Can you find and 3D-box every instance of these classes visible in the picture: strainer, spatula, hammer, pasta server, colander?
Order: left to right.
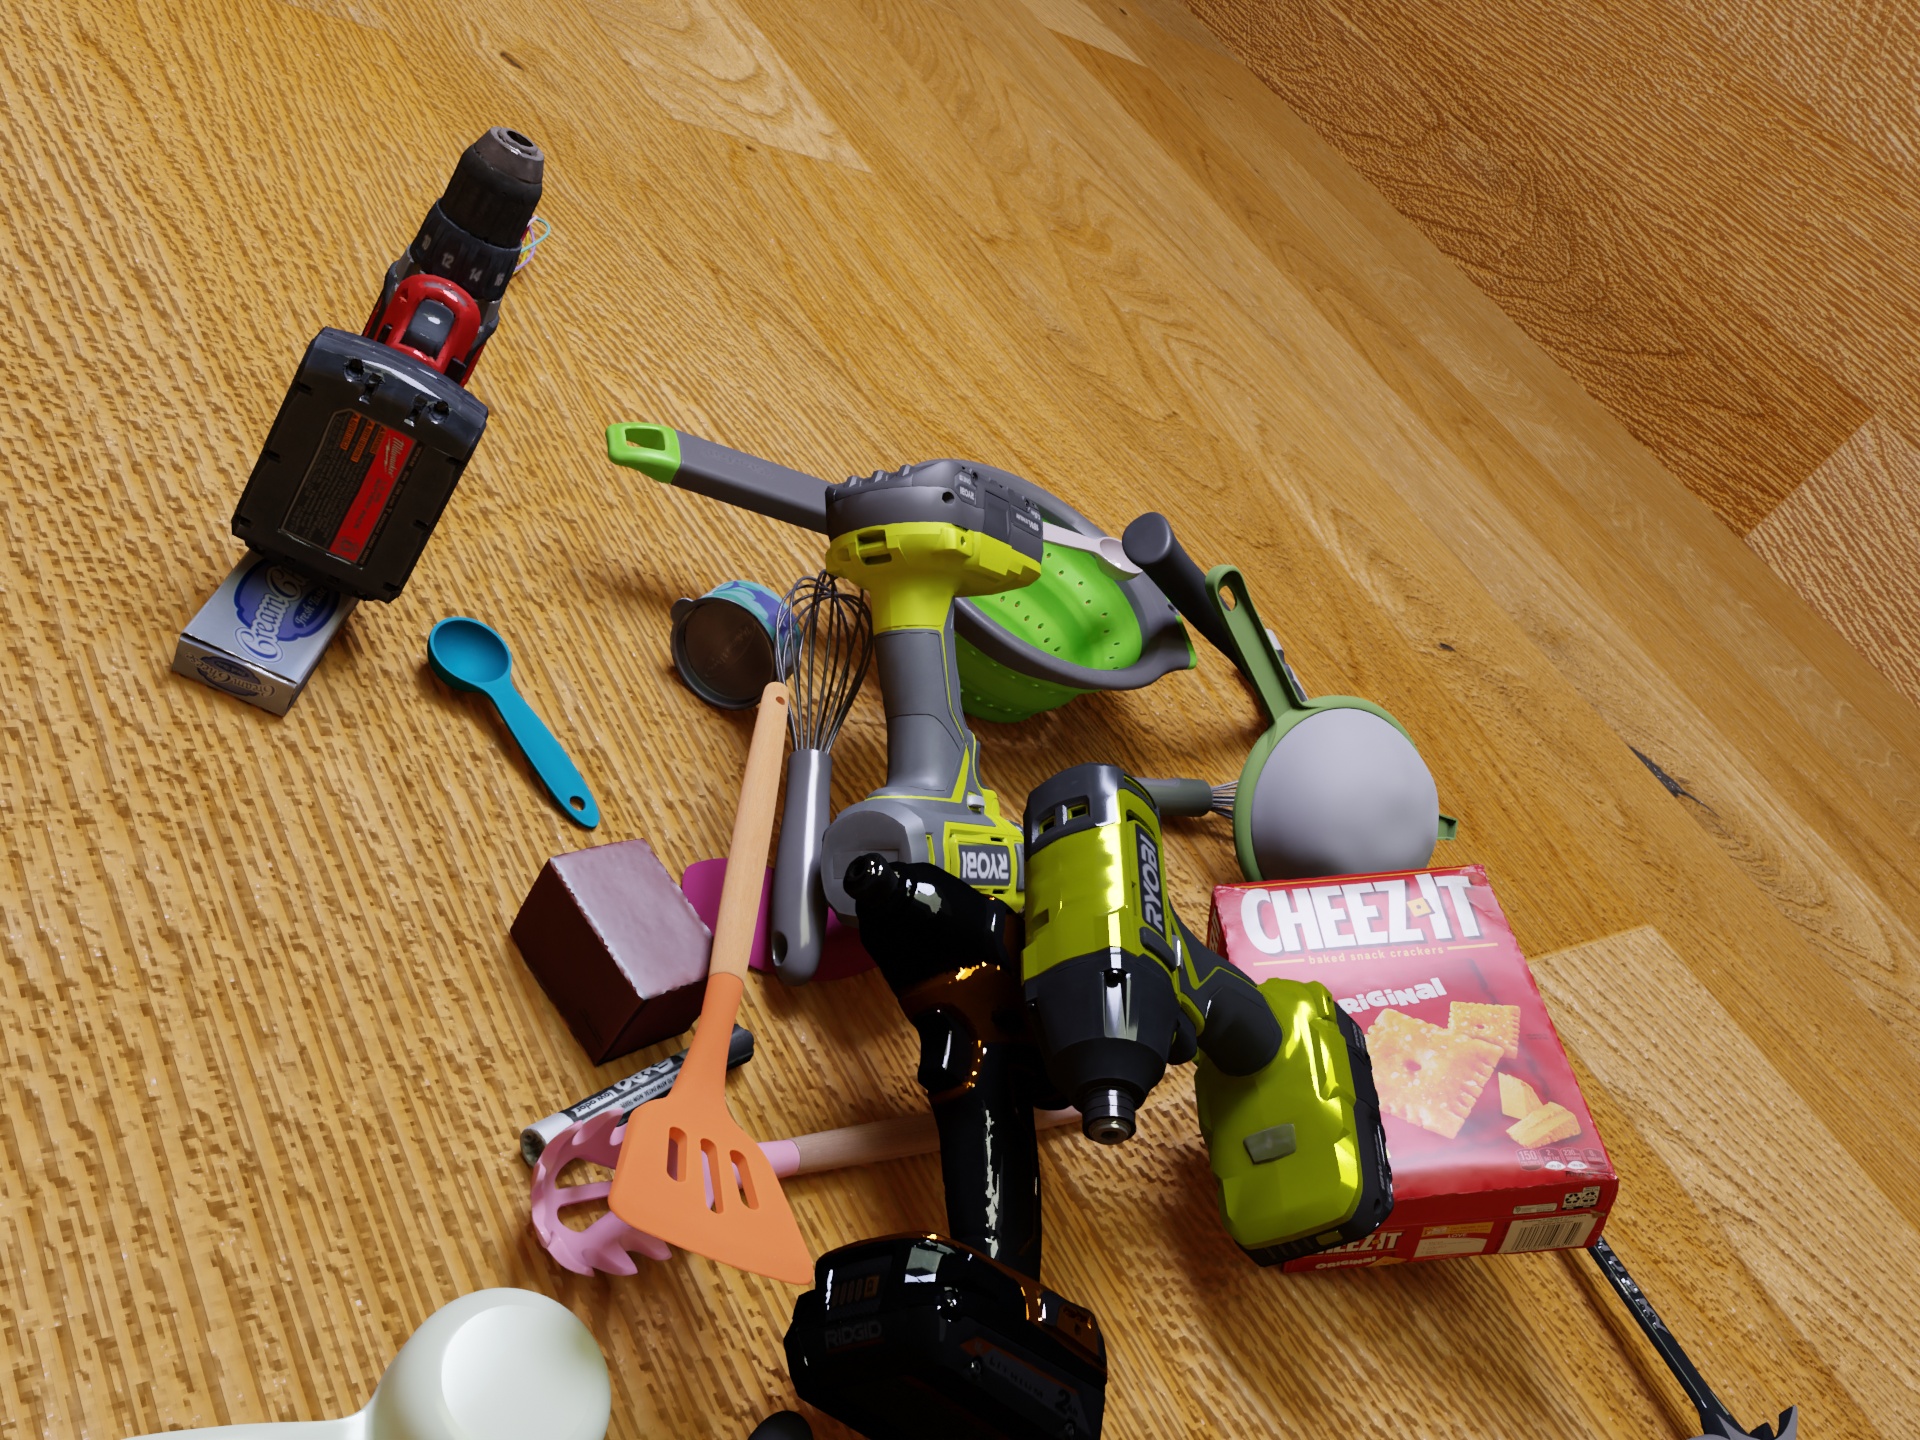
[{"bbox_3d":[-0.090,0.087,0.669,0.081,0.041,0.323,28,37,-22],"label":"spatula"},{"bbox_3d":[-0.047,0.185,0.688,0.316,0.040,0.060,3,74,-43],"label":"pasta server"},{"bbox_3d":[-0.041,-0.084,0.971,0.396,0.094,0.205,15,39,-31],"label":"colander"},{"bbox_3d":[0.183,-0.050,1.065,0.334,0.035,0.146,35,28,-57],"label":"hammer"},{"bbox_3d":[0.223,0.017,0.965,0.151,0.069,0.256,-36,109,-18],"label":"strainer"},{"bbox_3d":[0.345,0.259,0.950,0.149,0.036,0.409,18,34,-44],"label":"hammer"}]

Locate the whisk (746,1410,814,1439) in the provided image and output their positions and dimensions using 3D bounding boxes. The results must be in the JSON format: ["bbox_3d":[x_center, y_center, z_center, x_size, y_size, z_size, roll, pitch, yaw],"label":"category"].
[{"bbox_3d":[-0.093,0.321,0.468,0.070,0.070,0.285,34,28,-4],"label":"whisk"}]

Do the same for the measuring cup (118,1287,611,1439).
[{"bbox_3d":[-0.190,0.223,0.507,0.167,0.038,0.083,10,41,-38],"label":"measuring cup"}]

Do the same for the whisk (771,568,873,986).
[{"bbox_3d":[-0.073,0.021,0.800,0.055,0.055,0.239,19,55,-26],"label":"whisk"}]

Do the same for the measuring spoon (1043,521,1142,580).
[{"bbox_3d":[0.059,-0.111,1.003,0.124,0.018,0.034,14,39,-21],"label":"measuring spoon"}]

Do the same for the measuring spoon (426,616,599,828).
[{"bbox_3d":[-0.219,0.005,0.778,0.129,0.021,0.042,53,36,8],"label":"measuring spoon"}]

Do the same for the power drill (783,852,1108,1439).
[{"bbox_3d":[-0.003,0.168,0.648,0.164,0.084,0.227,46,34,-33],"label":"power drill"}]

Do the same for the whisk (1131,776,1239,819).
[{"bbox_3d":[0.164,0.051,1.043,0.246,0.059,0.058,5,6,-33],"label":"whisk"}]

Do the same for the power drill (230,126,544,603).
[{"bbox_3d":[-0.267,-0.183,0.785,0.080,0.188,0.227,26,28,-22],"label":"power drill"}]

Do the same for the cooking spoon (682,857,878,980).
[{"bbox_3d":[0.005,0.125,0.828,0.318,0.017,0.069,18,38,-25],"label":"cooking spoon"}]

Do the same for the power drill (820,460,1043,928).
[{"bbox_3d":[-0.001,-0.003,0.822,0.190,0.080,0.228,12,73,-60],"label":"power drill"}]

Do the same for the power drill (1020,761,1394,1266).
[{"bbox_3d":[0.105,0.144,0.707,0.223,0.080,0.171,45,31,-35],"label":"power drill"}]

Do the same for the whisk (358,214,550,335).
[{"bbox_3d":[-0.322,-0.275,1.005,0.051,0.047,0.245,20,39,-3],"label":"whisk"}]
